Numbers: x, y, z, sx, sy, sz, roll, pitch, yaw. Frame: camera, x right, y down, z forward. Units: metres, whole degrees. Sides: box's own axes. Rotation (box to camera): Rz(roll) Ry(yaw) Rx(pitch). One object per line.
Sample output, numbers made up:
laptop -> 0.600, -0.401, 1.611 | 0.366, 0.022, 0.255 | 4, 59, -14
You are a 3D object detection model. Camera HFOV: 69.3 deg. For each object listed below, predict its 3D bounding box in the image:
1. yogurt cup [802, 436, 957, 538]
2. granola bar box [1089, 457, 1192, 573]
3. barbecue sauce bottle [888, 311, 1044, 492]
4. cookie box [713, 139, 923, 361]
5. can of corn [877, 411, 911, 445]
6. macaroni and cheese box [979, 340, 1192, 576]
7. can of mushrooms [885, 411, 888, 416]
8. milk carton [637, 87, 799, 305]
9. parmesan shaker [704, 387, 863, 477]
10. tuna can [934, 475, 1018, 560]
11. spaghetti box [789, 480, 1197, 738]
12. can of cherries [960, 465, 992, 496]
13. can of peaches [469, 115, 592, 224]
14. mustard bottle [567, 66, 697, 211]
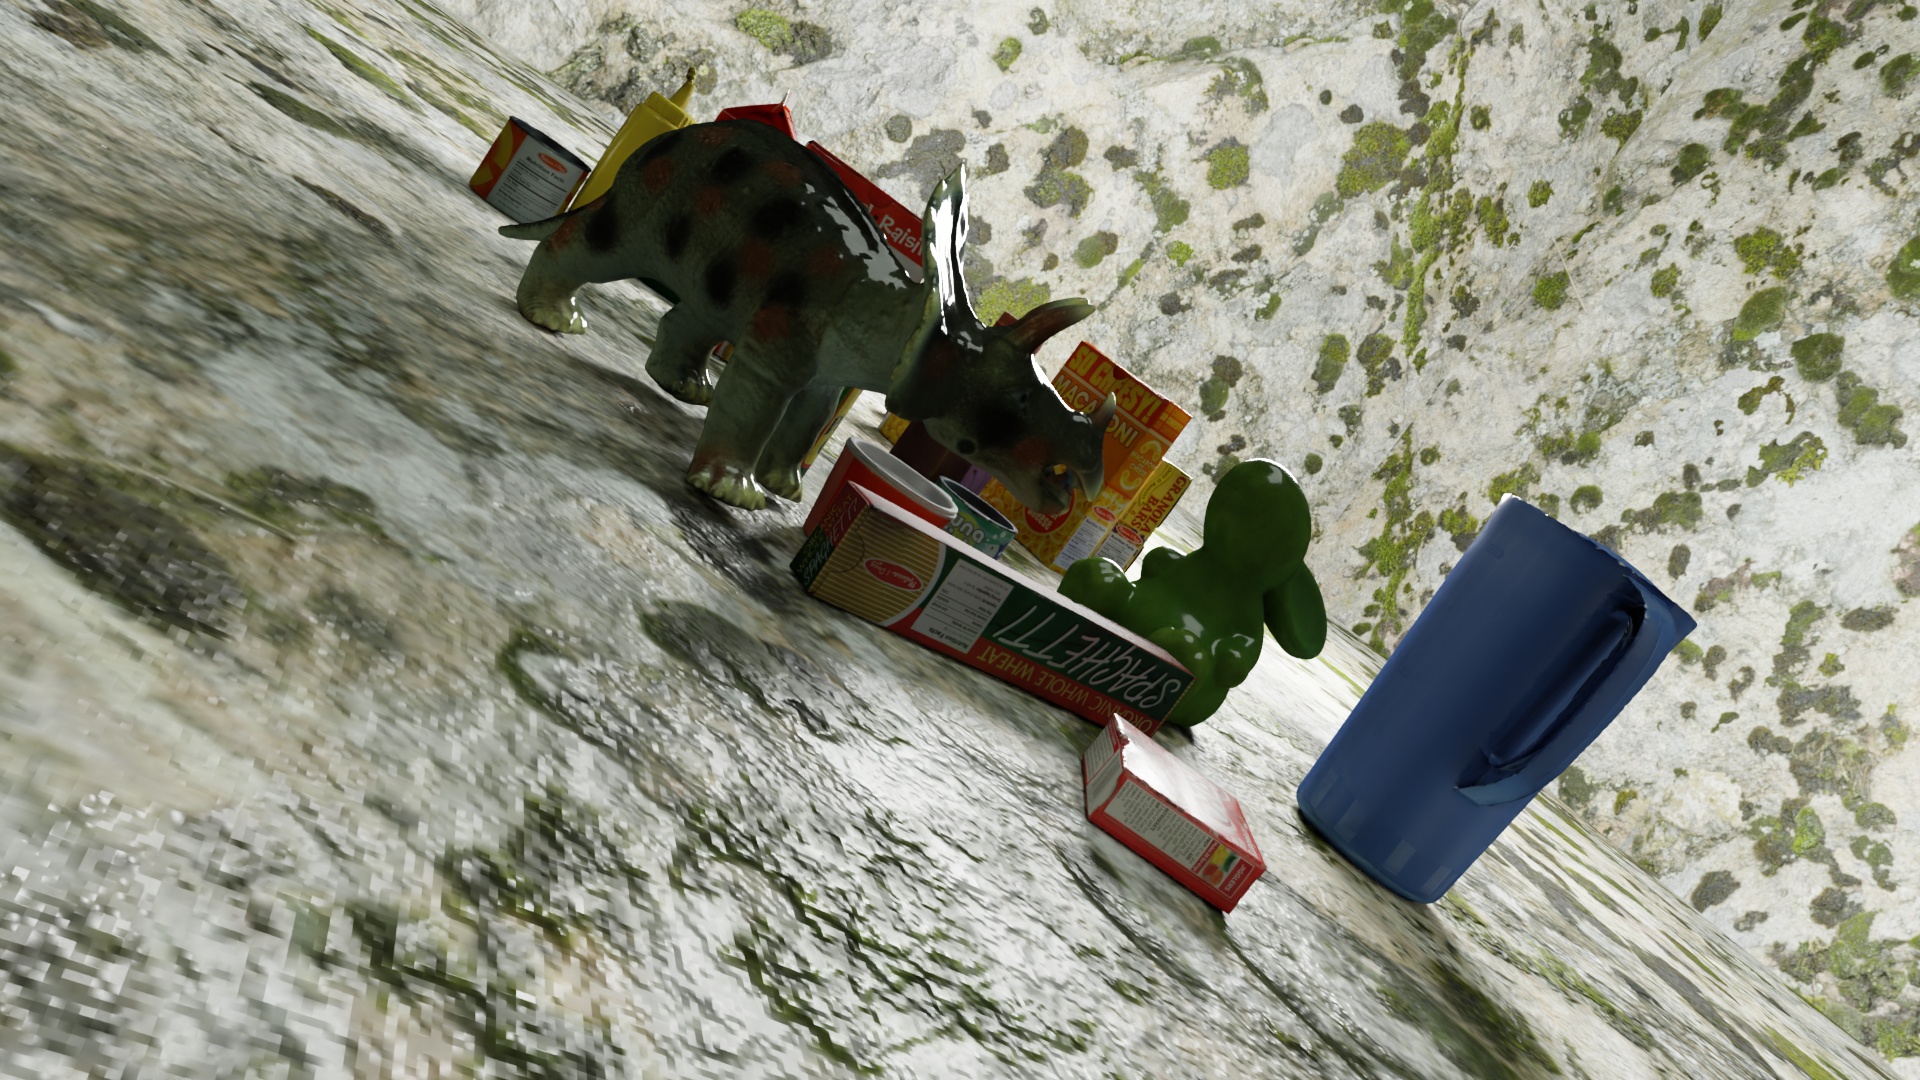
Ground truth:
yogurt cup -> -0.044, -0.013, 0.708 | 0.072, 0.054, 0.072 | 35, 9, -6
granola bar box -> 0.136, -0.037, 1.271 | 0.039, 0.124, 0.166 | 33, 9, -20
barbecue sauce bottle -> 0.003, -0.093, 0.988 | 0.043, 0.148, 0.065 | 29, 11, -38
cookie box -> -0.106, -0.189, 1.024 | 0.123, 0.167, 0.040 | 33, 9, -20
can of corn -> -0.028, -0.101, 1.206 | 0.071, 0.058, 0.071 | 35, 9, -6
macaroni and cheese box -> 0.097, -0.069, 1.159 | 0.040, 0.166, 0.124 | 27, 12, -45
can of mushrooms -> -0.039, -0.116, 1.323 | 0.071, 0.033, 0.071 | 35, 9, -6
milk carton -> -0.186, -0.279, 1.117 | 0.073, 0.190, 0.072 | 34, 8, -9
parmesan shaker -> -0.091, -0.093, 0.790 | 0.071, 0.103, 0.071 | 35, 9, -6
tuna can -> 0.003, -0.012, 0.944 | 0.071, 0.032, 0.071 | 35, 9, -6
spaghetti box -> 0.026, 0.043, 0.688 | 0.250, 0.050, 0.029 | 28, 11, -40
can of cherries -> -0.004, -0.062, 1.095 | 0.071, 0.058, 0.071 | 35, 9, -6
can of peaches -> -0.310, -0.262, 1.000 | 0.071, 0.058, 0.071 | 35, 9, -6
mustard bottle -> -0.237, -0.279, 1.027 | 0.049, 0.160, 0.065 | 34, 9, -14
